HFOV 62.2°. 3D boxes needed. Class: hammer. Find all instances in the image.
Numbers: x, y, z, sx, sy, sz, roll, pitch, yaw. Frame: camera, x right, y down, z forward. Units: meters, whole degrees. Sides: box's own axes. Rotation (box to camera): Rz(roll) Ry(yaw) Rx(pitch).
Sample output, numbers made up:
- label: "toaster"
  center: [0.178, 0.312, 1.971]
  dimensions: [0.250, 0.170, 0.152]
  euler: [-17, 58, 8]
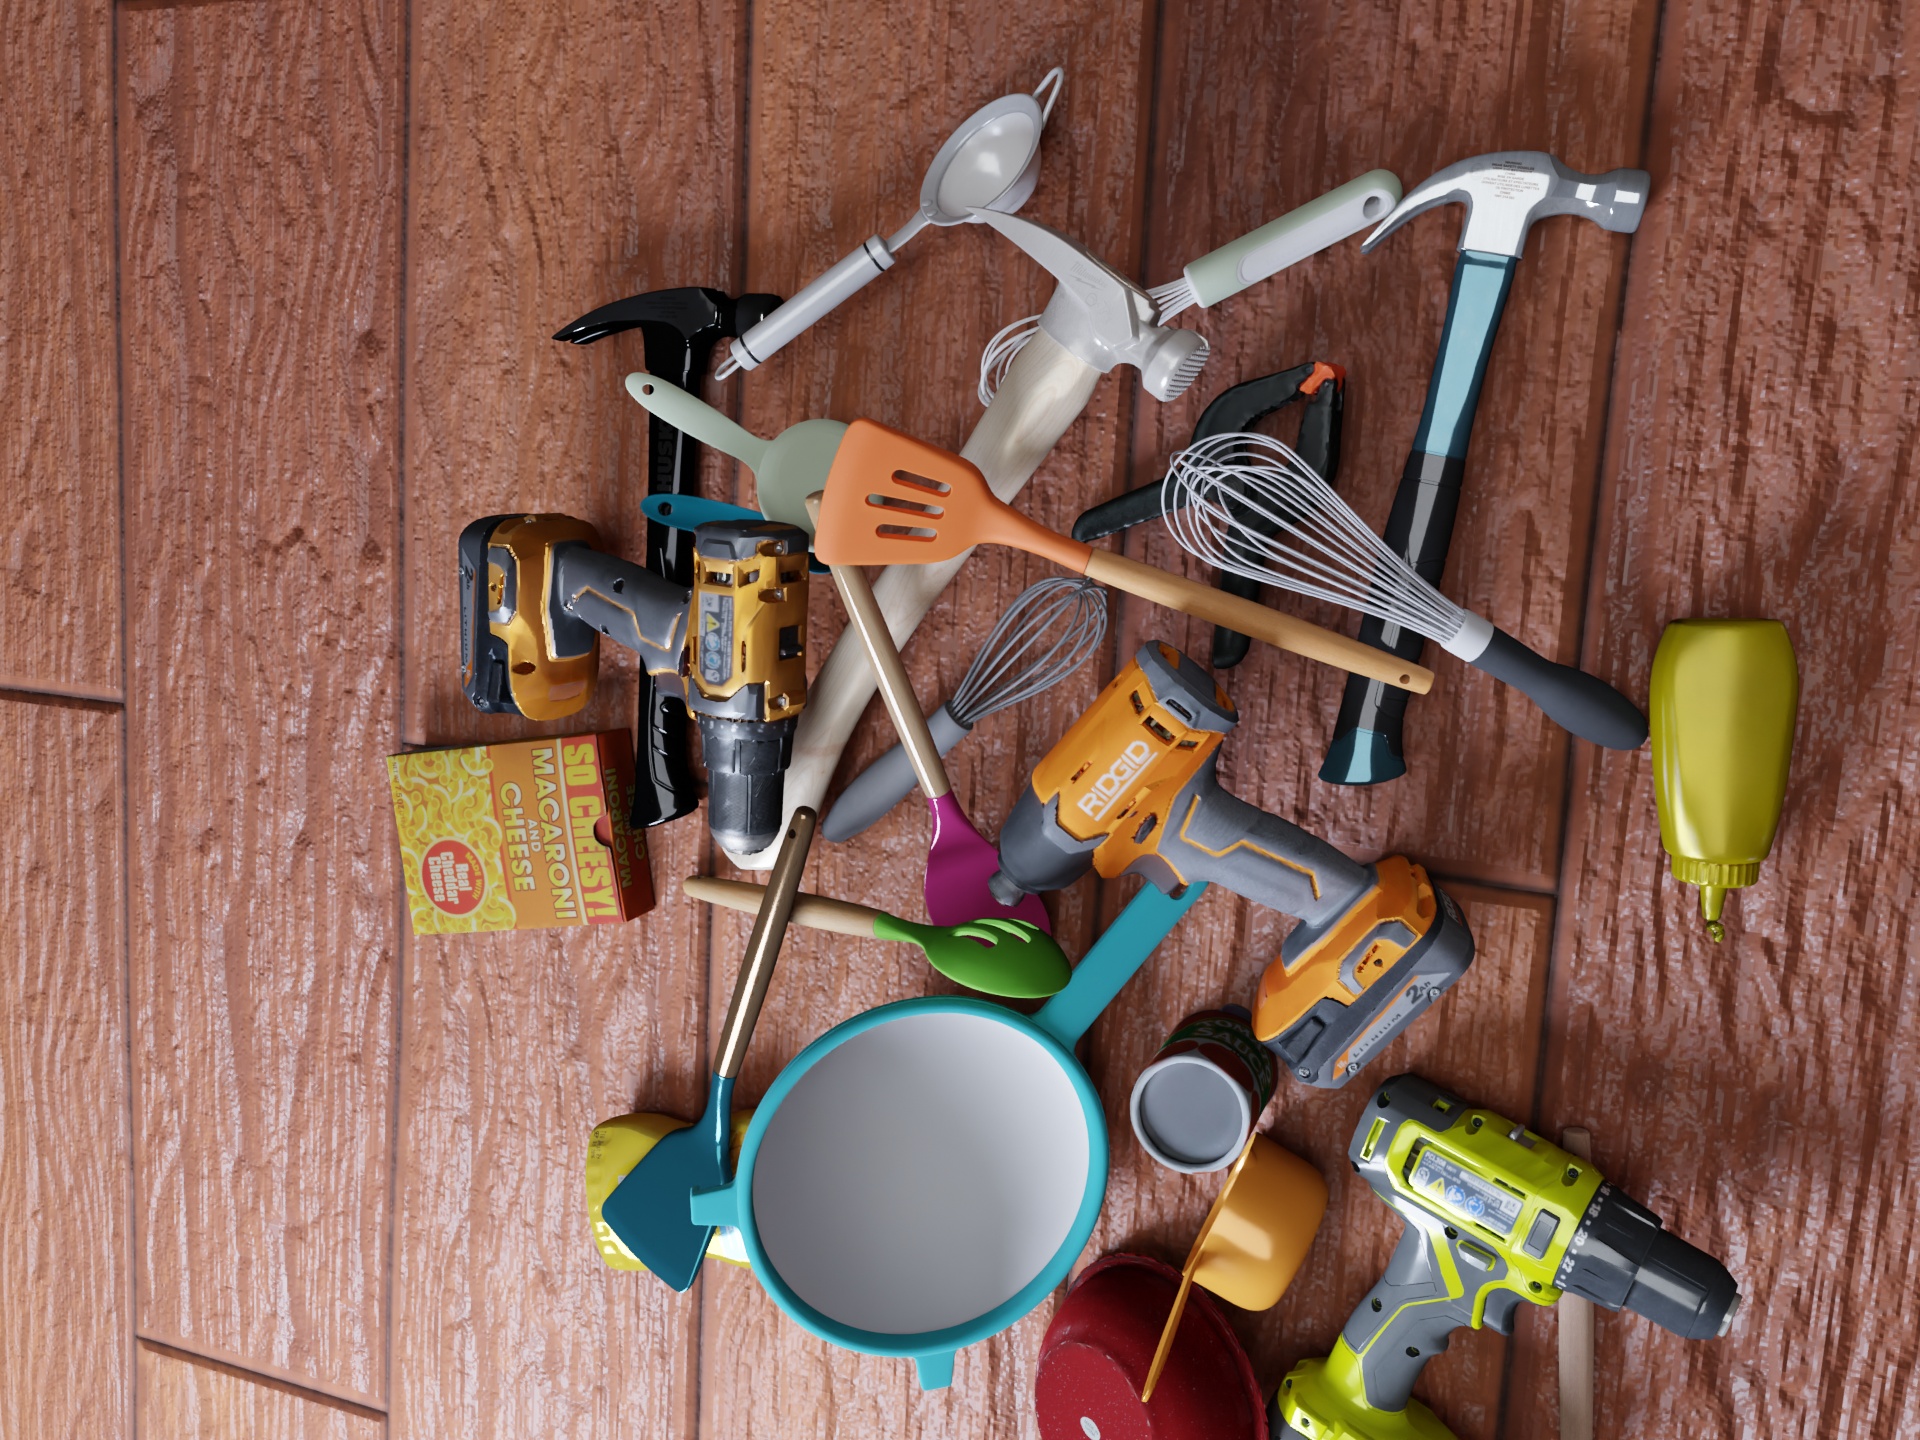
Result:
- label: "hammer"
  center: [0.244, -0.123, 0.820]
  dimensions: [0.128, 0.033, 0.331]
  euler: [14, 102, 14]
- label: "hammer"
  center: [-0.035, -0.080, 0.890]
  dimensions: [0.146, 0.038, 0.410]
  euler: [41, 115, 14]
- label: "hammer"
  center: [-0.186, -0.097, 0.987]
  dimensions: [0.146, 0.035, 0.334]
  euler: [7, 99, 19]

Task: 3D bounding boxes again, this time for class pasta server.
- label: "pasta server"
  center: [0.326, 0.374, 0.845]
  dimensions: [0.060, 0.040, 0.316]
  euler: [1, 95, 32]

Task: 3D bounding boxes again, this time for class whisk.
- label: "whisk"
  center: [0.224, -0.059, 0.788]
  dimensions: [0.284, 0.070, 0.070]
  euler: [29, 107, -9]
- label: "whisk"
  center: [0.118, -0.228, 0.852]
  dimensions: [0.246, 0.057, 0.059]
  euler: [-24, 44, 17]
- label: "whisk"
  center: [-0.002, -0.004, 0.925]
  dimensions: [0.239, 0.055, 0.055]
  euler: [-43, 81, 24]

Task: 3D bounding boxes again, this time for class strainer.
- label: "strainer"
  center: [-0.038, -0.268, 0.895]
  dimensions: [0.258, 0.050, 0.087]
  euler: [-33, 45, 16]
- label: "strainer"
  center: [0.014, 0.198, 0.918]
  dimensions: [0.211, 0.095, 0.340]
  euler: [42, 87, -17]

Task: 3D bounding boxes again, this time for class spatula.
- label: "spatula"
  center: [0.087, -0.070, 0.809]
  dimensions: [0.322, 0.041, 0.081]
  euler: [20, 116, 1]
- label: "spatula"
  center: [-0.138, 0.189, 0.931]
  dimensions: [0.082, 0.044, 0.317]
  euler: [33, 116, 29]

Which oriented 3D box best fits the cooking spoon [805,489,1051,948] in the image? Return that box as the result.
- label: "cooking spoon"
  center: [-0.021, 0.018, 0.887]
  dimensions: [0.069, 0.017, 0.318]
  euler: [-13, 115, 19]

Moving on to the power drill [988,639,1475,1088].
- label: "power drill"
  center: [0.133, 0.087, 0.834]
  dimensions: [0.226, 0.084, 0.164]
  euler: [39, 108, -5]

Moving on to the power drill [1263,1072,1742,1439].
- label: "power drill"
  center: [0.270, 0.323, 0.826]
  dimensions: [0.191, 0.080, 0.228]
  euler: [26, 104, 29]

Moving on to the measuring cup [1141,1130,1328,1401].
- label: "measuring cup"
  center: [0.146, 0.297, 0.836]
  dimensions: [0.052, 0.174, 0.095]
  euler: [27, 130, 12]

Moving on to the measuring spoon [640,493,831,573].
- label: "measuring spoon"
  center: [-0.126, -0.115, 0.949]
  dimensions: [0.128, 0.021, 0.042]
  euler: [11, 86, -4]

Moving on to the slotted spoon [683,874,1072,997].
- label: "slotted spoon"
  center: [-0.063, 0.113, 0.905]
  dimensions: [0.314, 0.070, 0.031]
  euler: [4, 103, 45]

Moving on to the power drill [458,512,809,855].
- label: "power drill"
  center: [-0.184, -0.029, 0.917]
  dimensions: [0.226, 0.084, 0.185]
  euler: [9, 104, 30]

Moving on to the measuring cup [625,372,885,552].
- label: "measuring cup"
  center: [-0.119, -0.159, 0.919]
  dimensions: [0.167, 0.038, 0.083]
  euler: [29, 84, -6]
